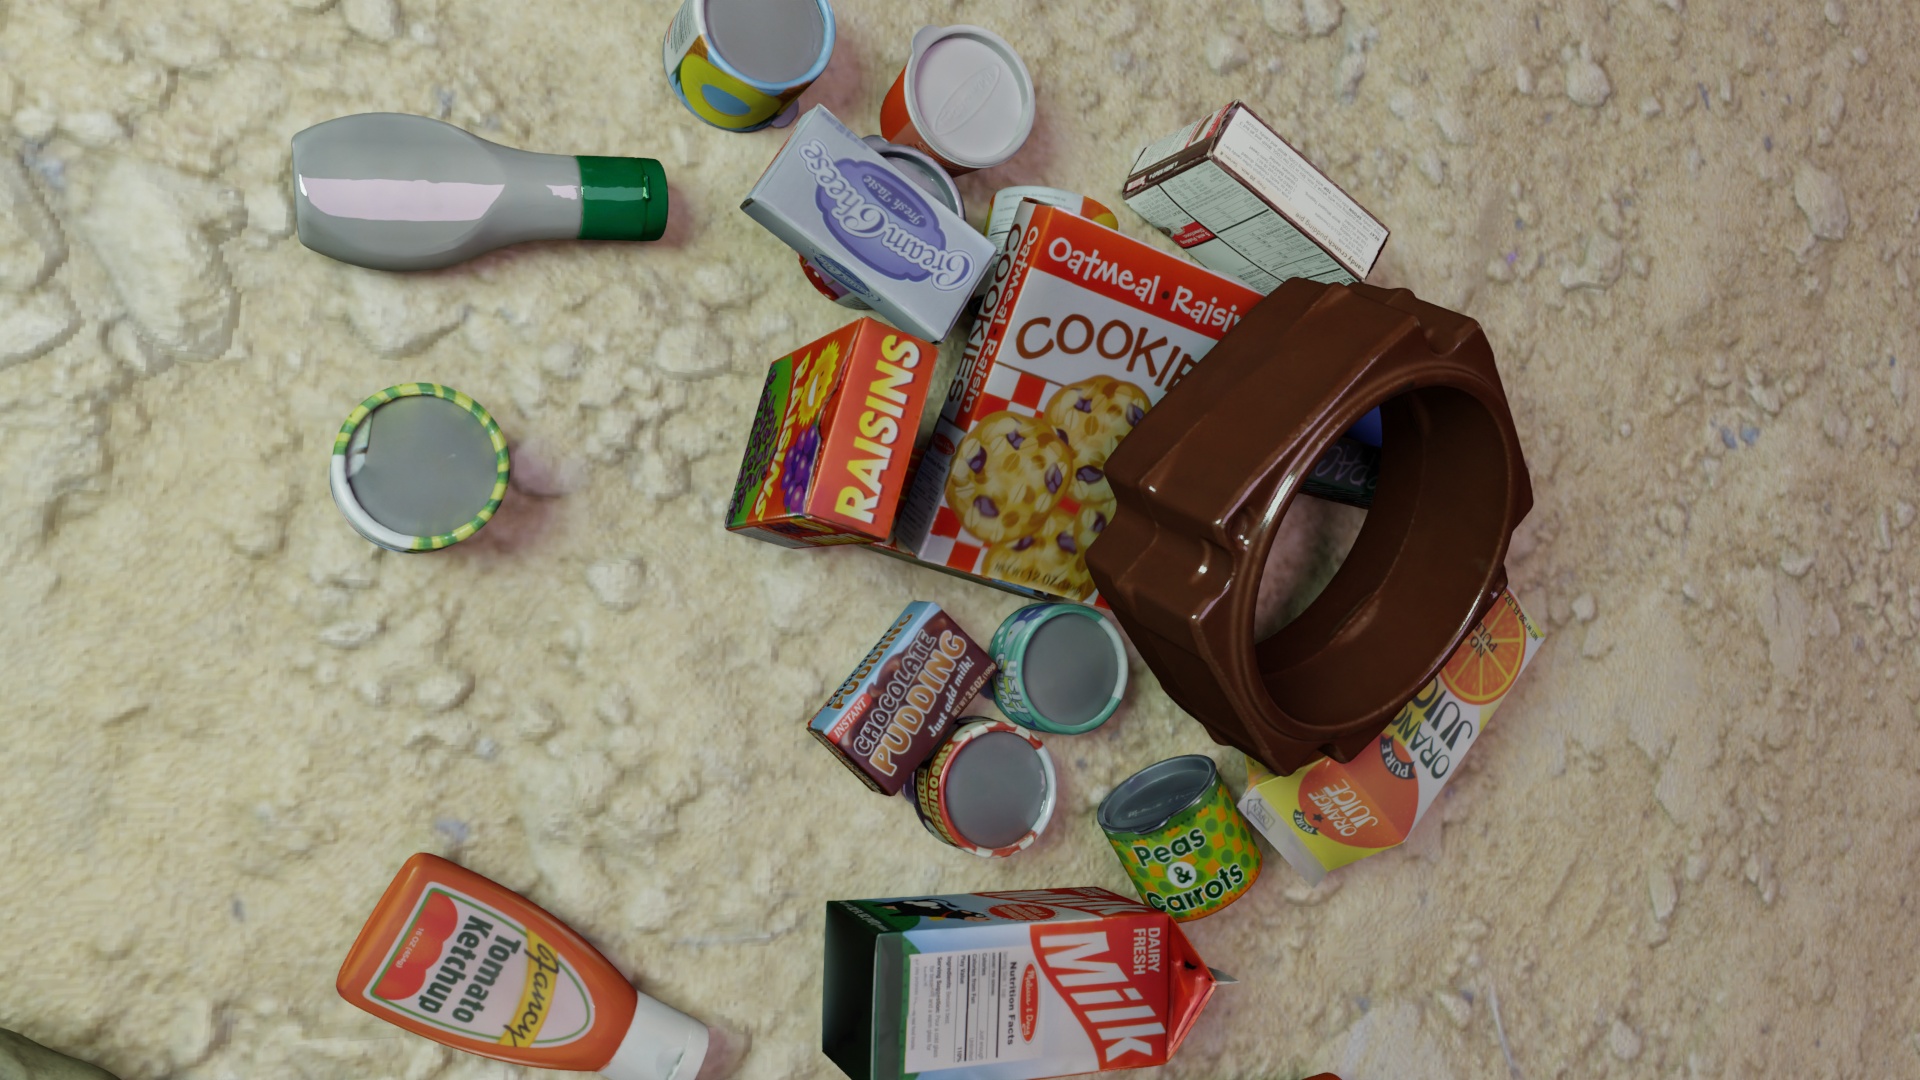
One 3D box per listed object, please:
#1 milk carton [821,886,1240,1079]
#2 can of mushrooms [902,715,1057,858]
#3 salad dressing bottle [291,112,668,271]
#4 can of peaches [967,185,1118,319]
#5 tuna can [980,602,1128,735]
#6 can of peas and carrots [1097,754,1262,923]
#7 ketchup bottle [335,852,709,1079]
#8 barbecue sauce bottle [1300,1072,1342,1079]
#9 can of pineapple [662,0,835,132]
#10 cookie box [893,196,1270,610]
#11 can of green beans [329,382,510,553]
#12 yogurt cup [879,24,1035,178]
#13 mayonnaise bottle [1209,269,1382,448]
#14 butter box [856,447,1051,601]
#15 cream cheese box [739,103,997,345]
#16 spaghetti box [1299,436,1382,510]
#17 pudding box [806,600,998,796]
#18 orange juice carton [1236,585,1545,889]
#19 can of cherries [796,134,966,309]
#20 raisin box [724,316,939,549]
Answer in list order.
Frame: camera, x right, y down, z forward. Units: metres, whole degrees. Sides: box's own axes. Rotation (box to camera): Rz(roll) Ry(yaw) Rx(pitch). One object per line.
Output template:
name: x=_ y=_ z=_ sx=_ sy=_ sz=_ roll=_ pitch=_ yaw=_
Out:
milk carton: x=0.035 y=0.210 z=0.664 sx=0.191 sy=0.072 sz=0.073 roll=3 pitch=86 yaw=-23
can of mushrooms: x=0.010 y=0.120 z=0.677 sx=0.071 sy=0.033 sz=0.071 roll=1 pitch=88 yaw=-25
salad dressing bottle: x=-0.201 y=-0.146 z=0.589 sx=0.148 sy=0.044 sz=0.064 roll=-5 pitch=88 yaw=-26
can of peaches: x=0.042 y=-0.135 z=0.689 sx=0.071 sy=0.071 sz=0.058 roll=15 pitch=81 yaw=-23
tuna can: x=0.047 y=0.065 z=0.697 sx=0.071 sy=0.033 sz=0.071 roll=1 pitch=87 yaw=-25
can of peas and carrots: x=0.111 y=0.151 z=0.702 sx=0.071 sy=0.071 sz=0.058 roll=-33 pitch=102 yaw=-22
ketchup bottle: x=-0.177 y=0.190 z=0.582 sx=0.148 sy=0.043 sz=0.065 roll=34 pitch=74 yaw=-20
barbecue sauce bottle: x=0.138 y=0.314 z=0.721 sx=0.149 sy=0.043 sz=0.065 roll=-7 pitch=90 yaw=-25
can of pineapple: x=-0.095 y=-0.226 z=0.633 sx=0.071 sy=0.058 sz=0.071 roll=1 pitch=87 yaw=-25
cookie box: x=0.056 y=-0.059 z=0.648 sx=0.123 sy=0.040 sz=0.167 roll=16 pitch=101 yaw=-26
can of green beans: x=-0.220 y=-0.028 z=0.565 sx=0.071 sy=0.057 sz=0.071 roll=1 pitch=87 yaw=-25
yogurt cup: x=-0.005 y=-0.208 z=0.675 sx=0.072 sy=0.054 sz=0.072 roll=1 pitch=87 yaw=-25
mayonnaise bottle: x=0.181 y=-0.092 z=0.762 sx=0.148 sy=0.041 sz=0.065 roll=22 pitch=77 yaw=-22
butter box: x=0.002 y=-0.009 z=0.685 sx=0.103 sy=0.024 sz=0.053 roll=18 pitch=81 yaw=-23
cream cheese box: x=-0.038 y=-0.136 z=0.608 sx=0.103 sy=0.024 sz=0.053 roll=35 pitch=76 yaw=-19
spaghetti box: x=0.154 y=-0.050 z=0.743 sx=0.250 sy=0.050 sz=0.028 roll=11 pitch=85 yaw=-24
pudding box: x=-0.028 y=0.074 z=0.664 sx=0.049 sy=0.030 sz=0.084 roll=46 pitch=70 yaw=-15
orange juice carton: x=0.226 y=0.094 z=0.756 sx=0.193 sy=0.073 sz=0.071 roll=-48 pitch=109 yaw=-19
can of cherries: x=-0.040 y=-0.149 z=0.654 sx=0.071 sy=0.058 sz=0.071 roll=1 pitch=88 yaw=-24
raisin box: x=-0.059 y=-0.043 z=0.604 sx=0.040 sy=0.123 sz=0.086 roll=20 pitch=80 yaw=-23
